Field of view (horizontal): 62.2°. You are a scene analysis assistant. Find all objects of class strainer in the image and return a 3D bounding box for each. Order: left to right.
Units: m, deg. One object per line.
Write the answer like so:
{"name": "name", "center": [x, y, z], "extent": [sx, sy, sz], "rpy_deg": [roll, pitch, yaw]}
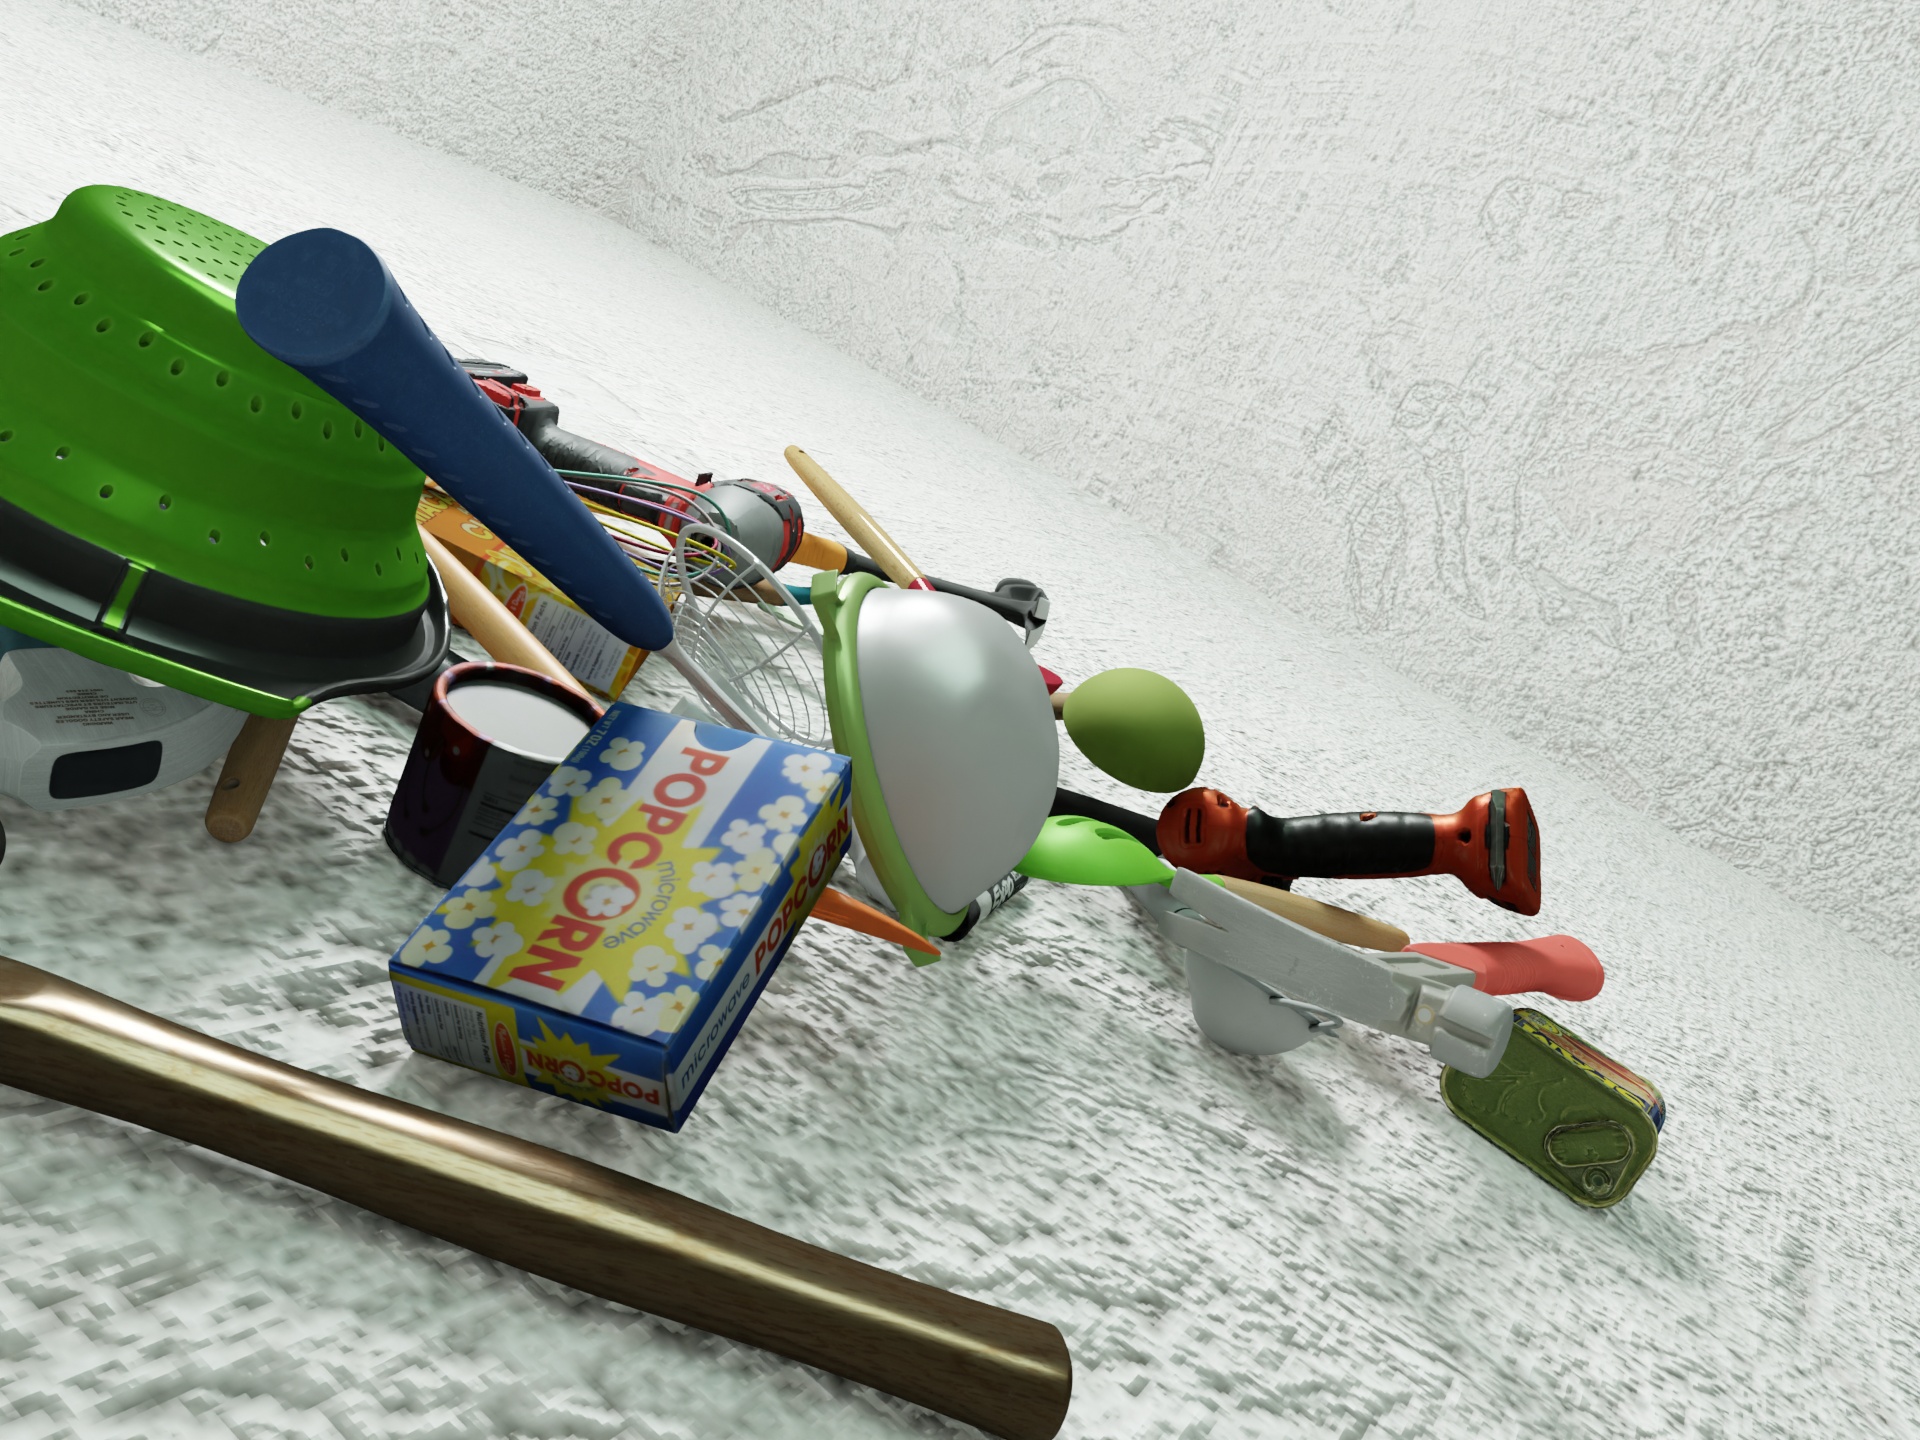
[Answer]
{"name": "strainer", "center": [0.015, 0.002, 0.690], "extent": [0.069, 0.151, 0.256], "rpy_deg": [-14, 2, 14]}
{"name": "strainer", "center": [0.116, 0.110, 0.796], "extent": [0.086, 0.050, 0.259], "rpy_deg": [35, 5, -20]}

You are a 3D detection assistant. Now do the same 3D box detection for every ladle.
{"name": "ladle", "center": [-0.038, -0.093, 0.951], "extent": [0.069, 0.031, 0.316], "rpy_deg": [8, 28, -39]}
{"name": "ladle", "center": [0.064, 0.003, 0.946], "extent": [0.078, 0.062, 0.320], "rpy_deg": [20, -4, -12]}

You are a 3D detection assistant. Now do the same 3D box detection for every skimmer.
{"name": "skimmer", "center": [-0.001, -0.003, 0.855], "extent": [0.363, 0.090, 0.127], "rpy_deg": [19, -3, -37]}

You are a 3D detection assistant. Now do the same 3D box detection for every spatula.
{"name": "spatula", "center": [-0.136, -0.005, 0.608], "extent": [0.323, 0.041, 0.081], "rpy_deg": [41, -1, 29]}
{"name": "spatula", "center": [-0.136, -0.072, 0.996], "extent": [0.317, 0.044, 0.082], "rpy_deg": [7, 24, -43]}

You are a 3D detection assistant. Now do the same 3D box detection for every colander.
{"name": "colander", "center": [-0.266, -0.137, 0.570], "extent": [0.204, 0.094, 0.398], "rpy_deg": [25, 15, -30]}

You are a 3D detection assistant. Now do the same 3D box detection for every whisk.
{"name": "whisk", "center": [-0.227, -0.122, 0.798], "extent": [0.245, 0.051, 0.047], "rpy_deg": [20, 22, -17]}

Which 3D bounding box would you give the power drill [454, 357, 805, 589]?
{"name": "power drill", "center": [-0.204, -0.136, 0.921], "extent": [0.219, 0.078, 0.143], "rpy_deg": [20, 13, 0]}

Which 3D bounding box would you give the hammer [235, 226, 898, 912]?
{"name": "hammer", "center": [-0.110, -0.032, 0.548], "extent": [0.144, 0.035, 0.405], "rpy_deg": [37, -8, 22]}

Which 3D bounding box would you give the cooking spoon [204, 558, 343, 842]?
{"name": "cooking spoon", "center": [-0.245, -0.059, 0.617], "extent": [0.068, 0.017, 0.319], "rpy_deg": [-3, 36, -6]}

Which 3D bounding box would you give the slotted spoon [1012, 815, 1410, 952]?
{"name": "slotted spoon", "center": [0.137, 0.086, 0.778], "extent": [0.313, 0.031, 0.070], "rpy_deg": [19, -2, -43]}

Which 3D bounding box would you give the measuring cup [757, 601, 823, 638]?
{"name": "measuring cup", "center": [-0.051, -0.019, 0.941], "extent": [0.167, 0.038, 0.083], "rpy_deg": [26, 14, 1]}

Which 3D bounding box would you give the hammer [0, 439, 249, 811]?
{"name": "hammer", "center": [-0.334, -0.081, 0.540], "extent": [0.128, 0.033, 0.331], "rpy_deg": [-3, 38, -42]}

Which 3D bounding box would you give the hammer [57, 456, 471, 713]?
{"name": "hammer", "center": [-0.311, -0.072, 0.655], "extent": [0.409, 0.036, 0.149], "rpy_deg": [30, 14, 5]}

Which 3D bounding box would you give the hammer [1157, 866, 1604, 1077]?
{"name": "hammer", "center": [0.239, 0.118, 0.779], "extent": [0.149, 0.036, 0.358], "rpy_deg": [22, 6, 34]}

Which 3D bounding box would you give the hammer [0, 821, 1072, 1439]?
{"name": "hammer", "center": [-0.122, 0.110, 0.379], "extent": [0.331, 0.031, 0.130], "rpy_deg": [25, 14, -13]}

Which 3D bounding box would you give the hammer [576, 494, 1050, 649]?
{"name": "hammer", "center": [-0.106, -0.111, 1.029], "extent": [0.337, 0.034, 0.127], "rpy_deg": [15, 10, -4]}
